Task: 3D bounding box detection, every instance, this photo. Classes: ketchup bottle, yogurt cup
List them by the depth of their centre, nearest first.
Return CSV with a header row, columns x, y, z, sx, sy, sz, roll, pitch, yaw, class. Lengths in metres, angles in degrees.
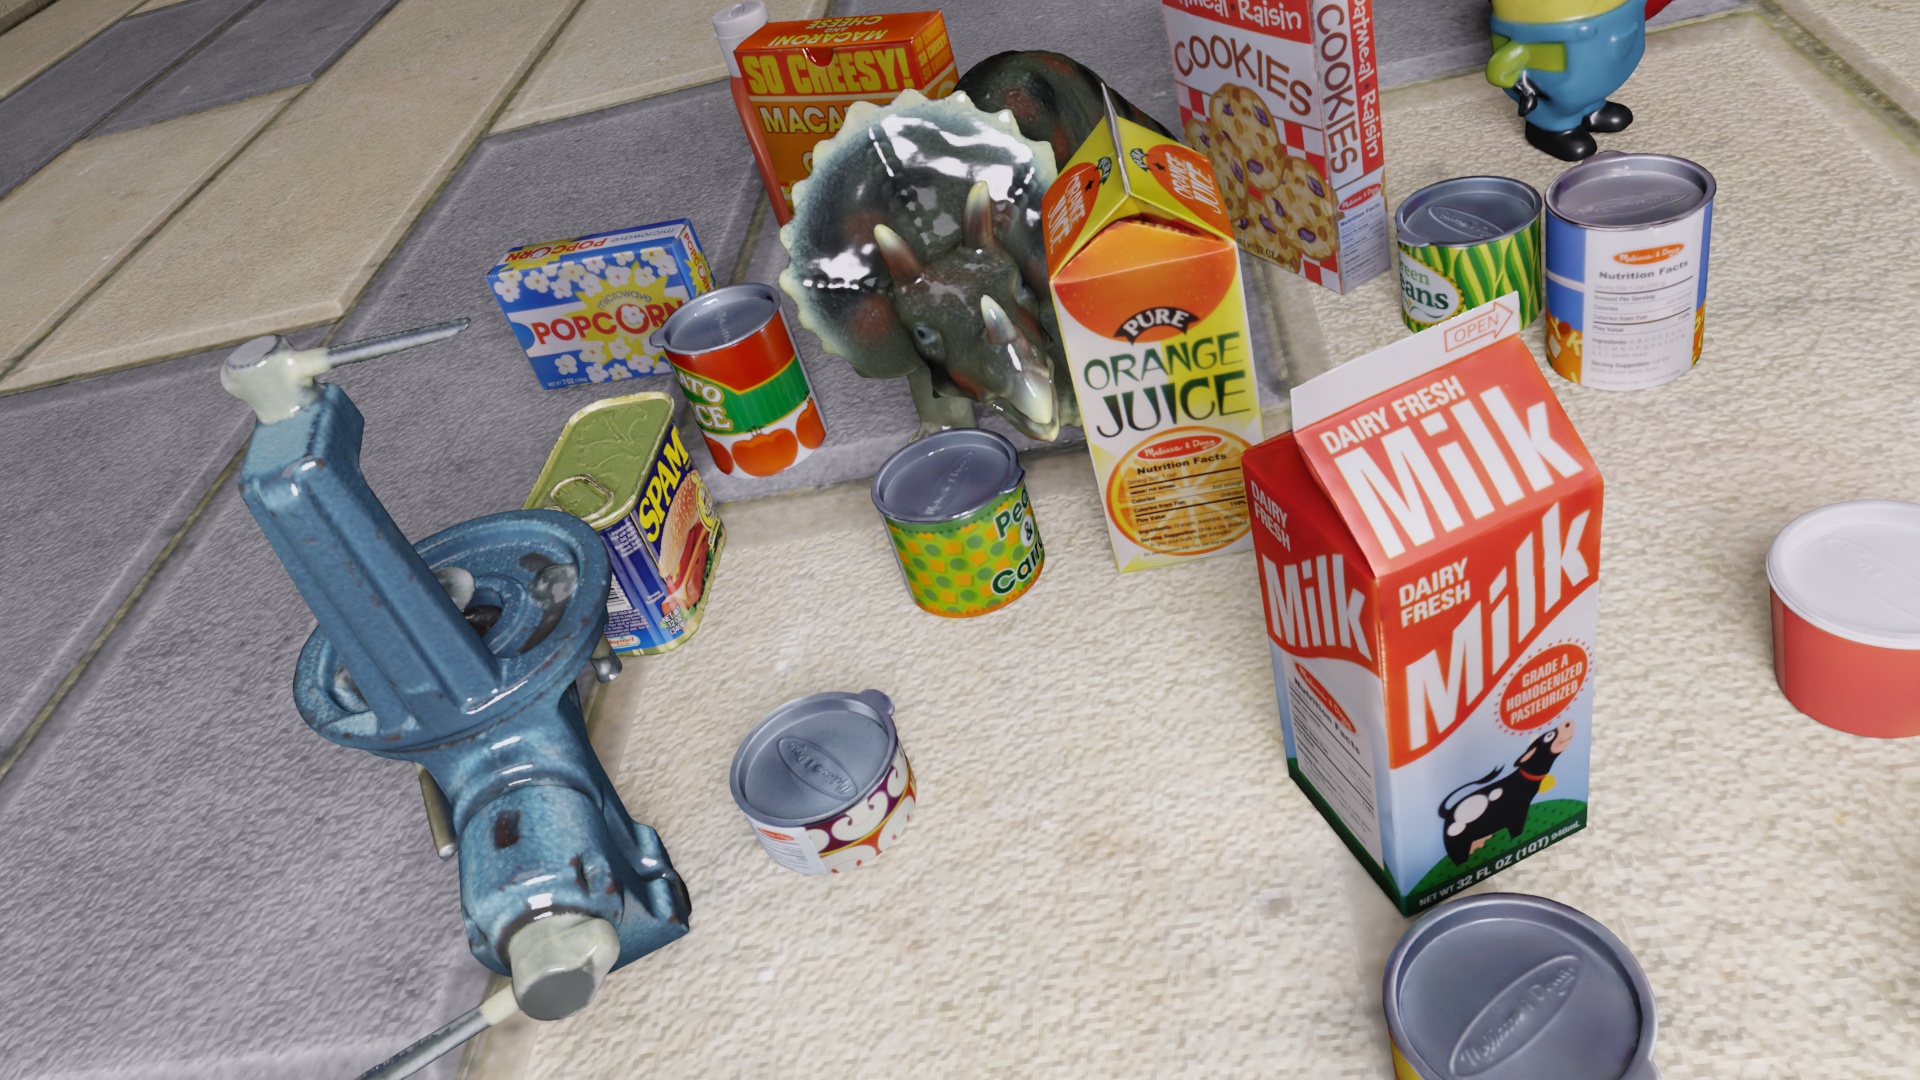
x,y,z,sx,sy,sz,roll,pitch,yaw,class
0.301,0.028,0.455,0.072,0.053,0.073,-11,38,9,yogurt cup
-0.126,-0.286,0.940,0.043,0.148,0.065,-14,38,5,ketchup bottle

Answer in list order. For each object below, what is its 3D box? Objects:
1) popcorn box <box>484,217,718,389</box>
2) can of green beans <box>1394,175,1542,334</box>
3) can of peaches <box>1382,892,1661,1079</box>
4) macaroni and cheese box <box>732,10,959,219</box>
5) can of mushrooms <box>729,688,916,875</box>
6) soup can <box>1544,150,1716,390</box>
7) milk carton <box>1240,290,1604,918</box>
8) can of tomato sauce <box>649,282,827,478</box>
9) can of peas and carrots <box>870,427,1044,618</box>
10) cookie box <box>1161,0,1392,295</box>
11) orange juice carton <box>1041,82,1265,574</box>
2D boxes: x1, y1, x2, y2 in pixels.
x,y,z,sx,sy,sz,roll,pitch,yaw,class
-0.211,-0.143,0.850,0.126,0.084,0.038,-6,39,16,popcorn box
0.248,-0.136,0.677,0.071,0.057,0.071,-11,38,9,can of green beans
0.151,0.140,0.372,0.071,0.057,0.071,-11,38,9,can of peaches
-0.049,-0.216,0.808,0.124,0.165,0.040,8,45,31,macaroni and cheese box
-0.050,0.092,0.535,0.071,0.033,0.071,-11,38,9,can of mushrooms
0.294,-0.120,0.616,0.071,0.083,0.072,-11,38,9,soup can
0.139,0.019,0.420,0.072,0.189,0.074,-24,38,-8,milk carton
-0.116,-0.083,0.738,0.071,0.082,0.071,-11,38,9,can of tomato sauce
0.002,-0.008,0.616,0.071,0.058,0.071,-11,38,9,can of peas and carrots
0.165,-0.227,0.733,0.040,0.166,0.123,-30,39,-15,cookie box
0.080,-0.084,0.570,0.073,0.191,0.072,-11,38,10,orange juice carton
